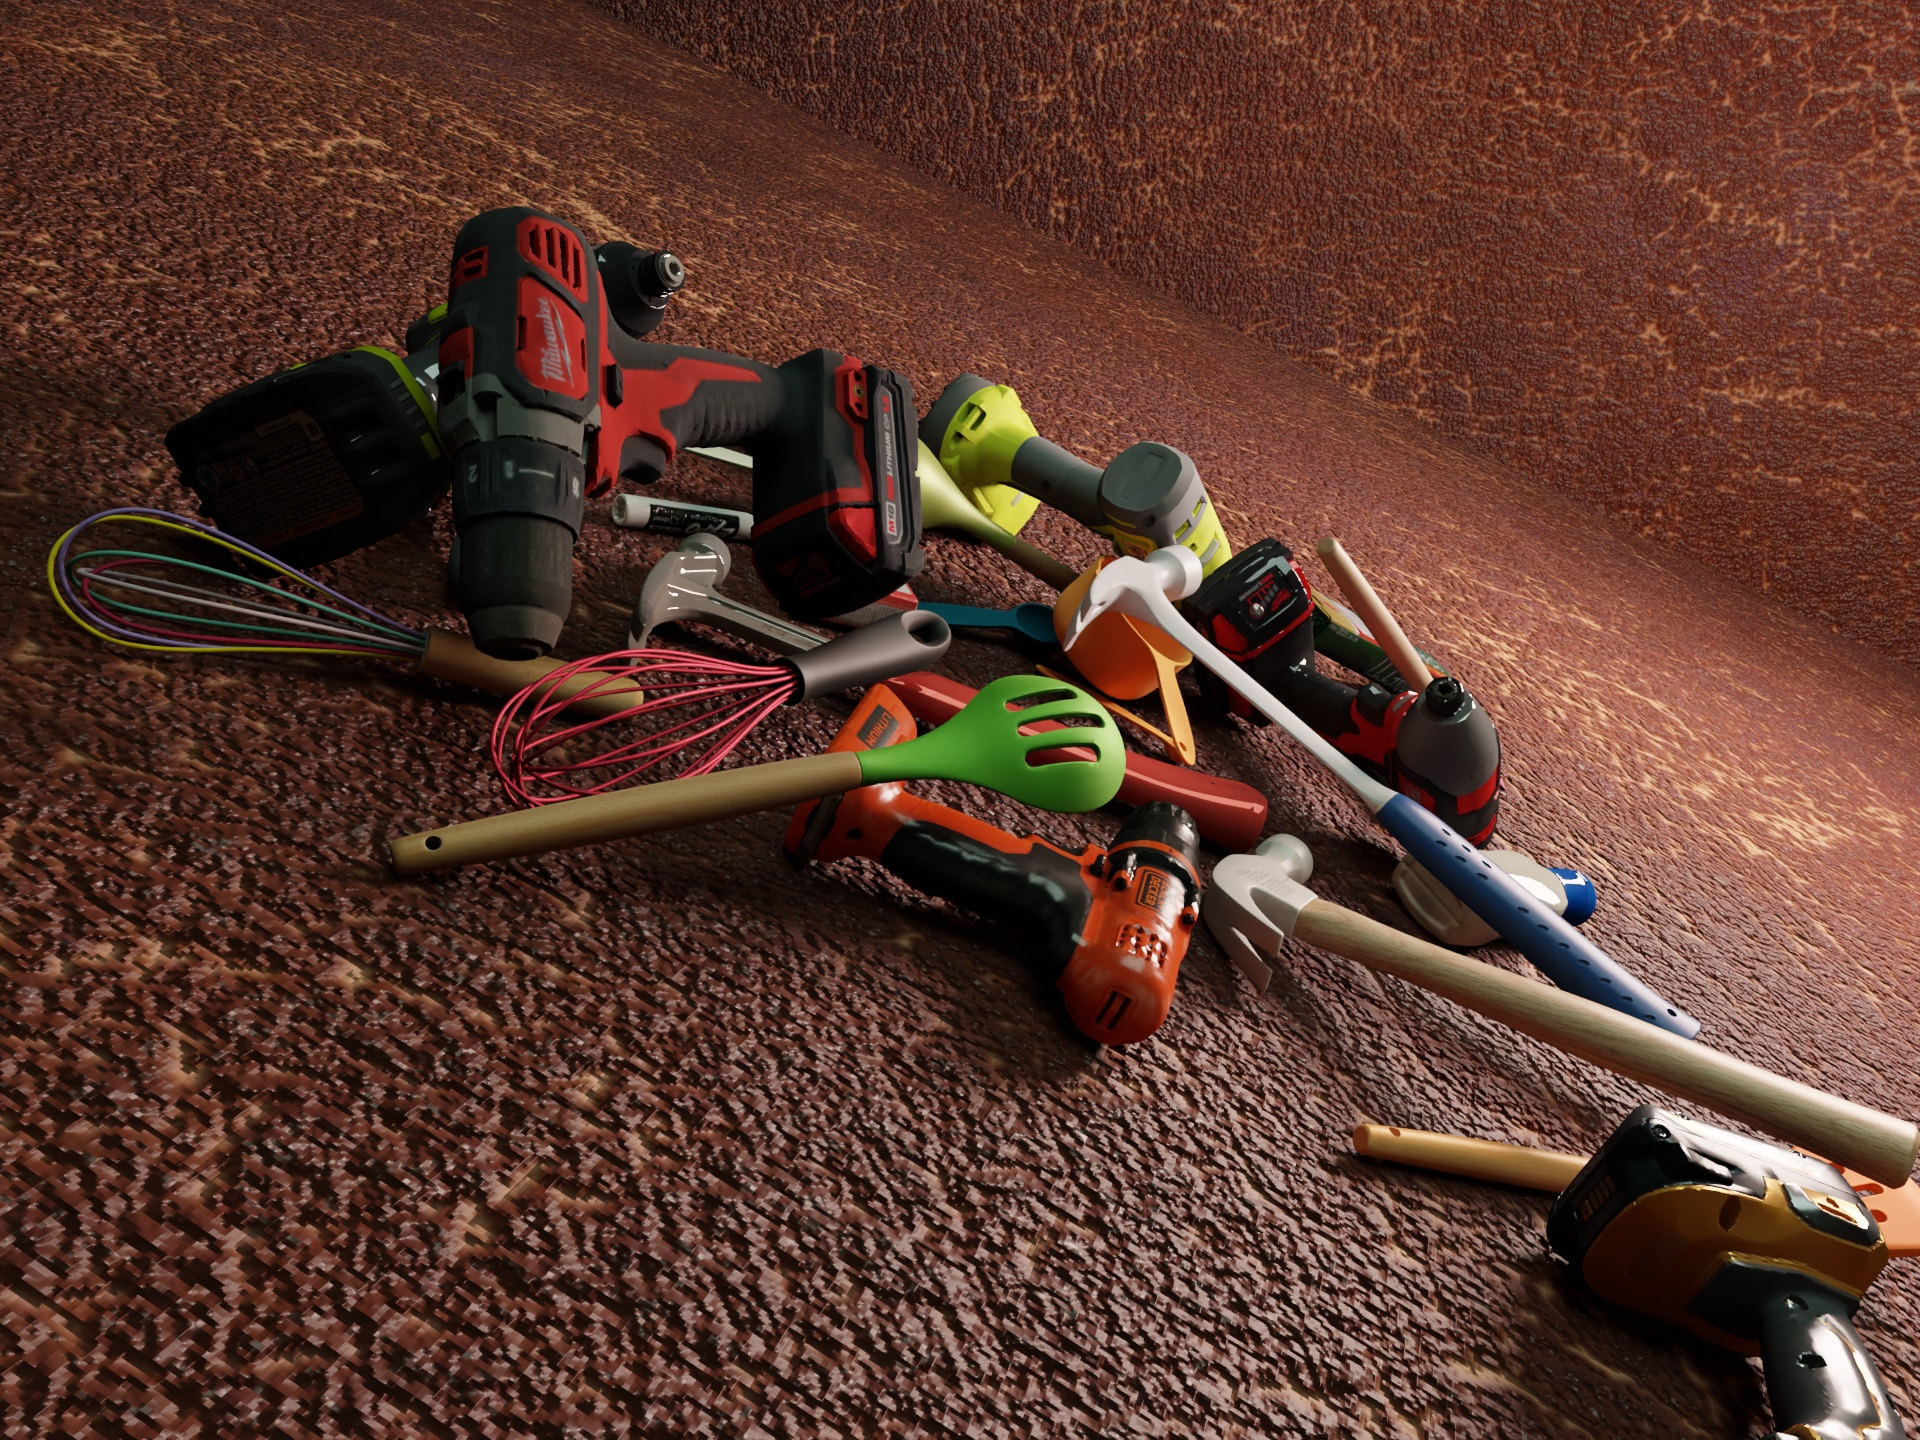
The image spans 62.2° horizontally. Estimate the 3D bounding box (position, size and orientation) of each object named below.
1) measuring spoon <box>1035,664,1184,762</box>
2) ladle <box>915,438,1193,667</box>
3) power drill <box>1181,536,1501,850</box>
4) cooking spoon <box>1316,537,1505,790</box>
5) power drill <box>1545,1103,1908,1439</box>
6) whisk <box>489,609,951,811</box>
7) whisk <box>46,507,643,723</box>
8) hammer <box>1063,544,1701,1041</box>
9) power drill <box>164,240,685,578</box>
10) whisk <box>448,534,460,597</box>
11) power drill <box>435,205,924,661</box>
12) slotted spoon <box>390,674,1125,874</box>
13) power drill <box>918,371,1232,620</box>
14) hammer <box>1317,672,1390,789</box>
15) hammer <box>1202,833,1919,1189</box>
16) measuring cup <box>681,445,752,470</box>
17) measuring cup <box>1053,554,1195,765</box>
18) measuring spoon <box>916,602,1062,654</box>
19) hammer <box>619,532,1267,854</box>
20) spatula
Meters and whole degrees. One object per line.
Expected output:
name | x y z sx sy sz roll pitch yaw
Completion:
measuring spoon | 0.093 -0.004 0.990 0.117 0.011 0.021 31 14 21
ladle | 0.042 -0.102 1.054 0.319 0.062 0.078 27 63 -33
power drill | 0.242 -0.016 0.995 0.078 0.143 0.220 -37 50 -13
cooking spoon | 0.310 -0.032 1.084 0.318 0.017 0.069 41 8 -44
power drill | 0.292 0.250 0.581 0.185 0.084 0.226 19 29 -12
whisk | -0.093 -0.014 0.727 0.073 0.073 0.296 36 31 22
whisk | -0.253 -0.032 0.678 0.244 0.051 0.047 16 46 -31
hammer | 0.225 0.042 0.881 0.406 0.035 0.144 43 35 19
power drill | -0.242 -0.162 0.754 0.171 0.080 0.223 -11 27 33
whisk | -0.255 -0.141 0.874 0.070 0.070 0.285 16 30 -22
power drill | -0.123 -0.104 0.701 0.226 0.080 0.188 12 68 -44
slotted spoon | -0.066 0.026 0.642 0.313 0.031 0.070 -10 63 -25
power drill | 0.089 -0.143 1.108 0.229 0.080 0.190 30 -12 33
hammer | 0.252 -0.025 1.158 0.128 0.033 0.331 11 28 -28
hammer | 0.268 0.136 0.754 0.331 0.031 0.130 21 22 28
measuring cup | -0.120 -0.145 1.034 0.167 0.038 0.083 16 25 -15
measuring cup | 0.105 -0.025 0.981 0.095 0.052 0.174 31 34 -35
measuring spoon | 0.011 -0.059 1.017 0.128 0.021 0.042 3 41 -23
hammer | -0.001 -0.003 0.858 0.359 0.036 0.149 22 24 -7
spatula | 0.319 0.208 0.734 0.322 0.041 0.081 14 27 -22
